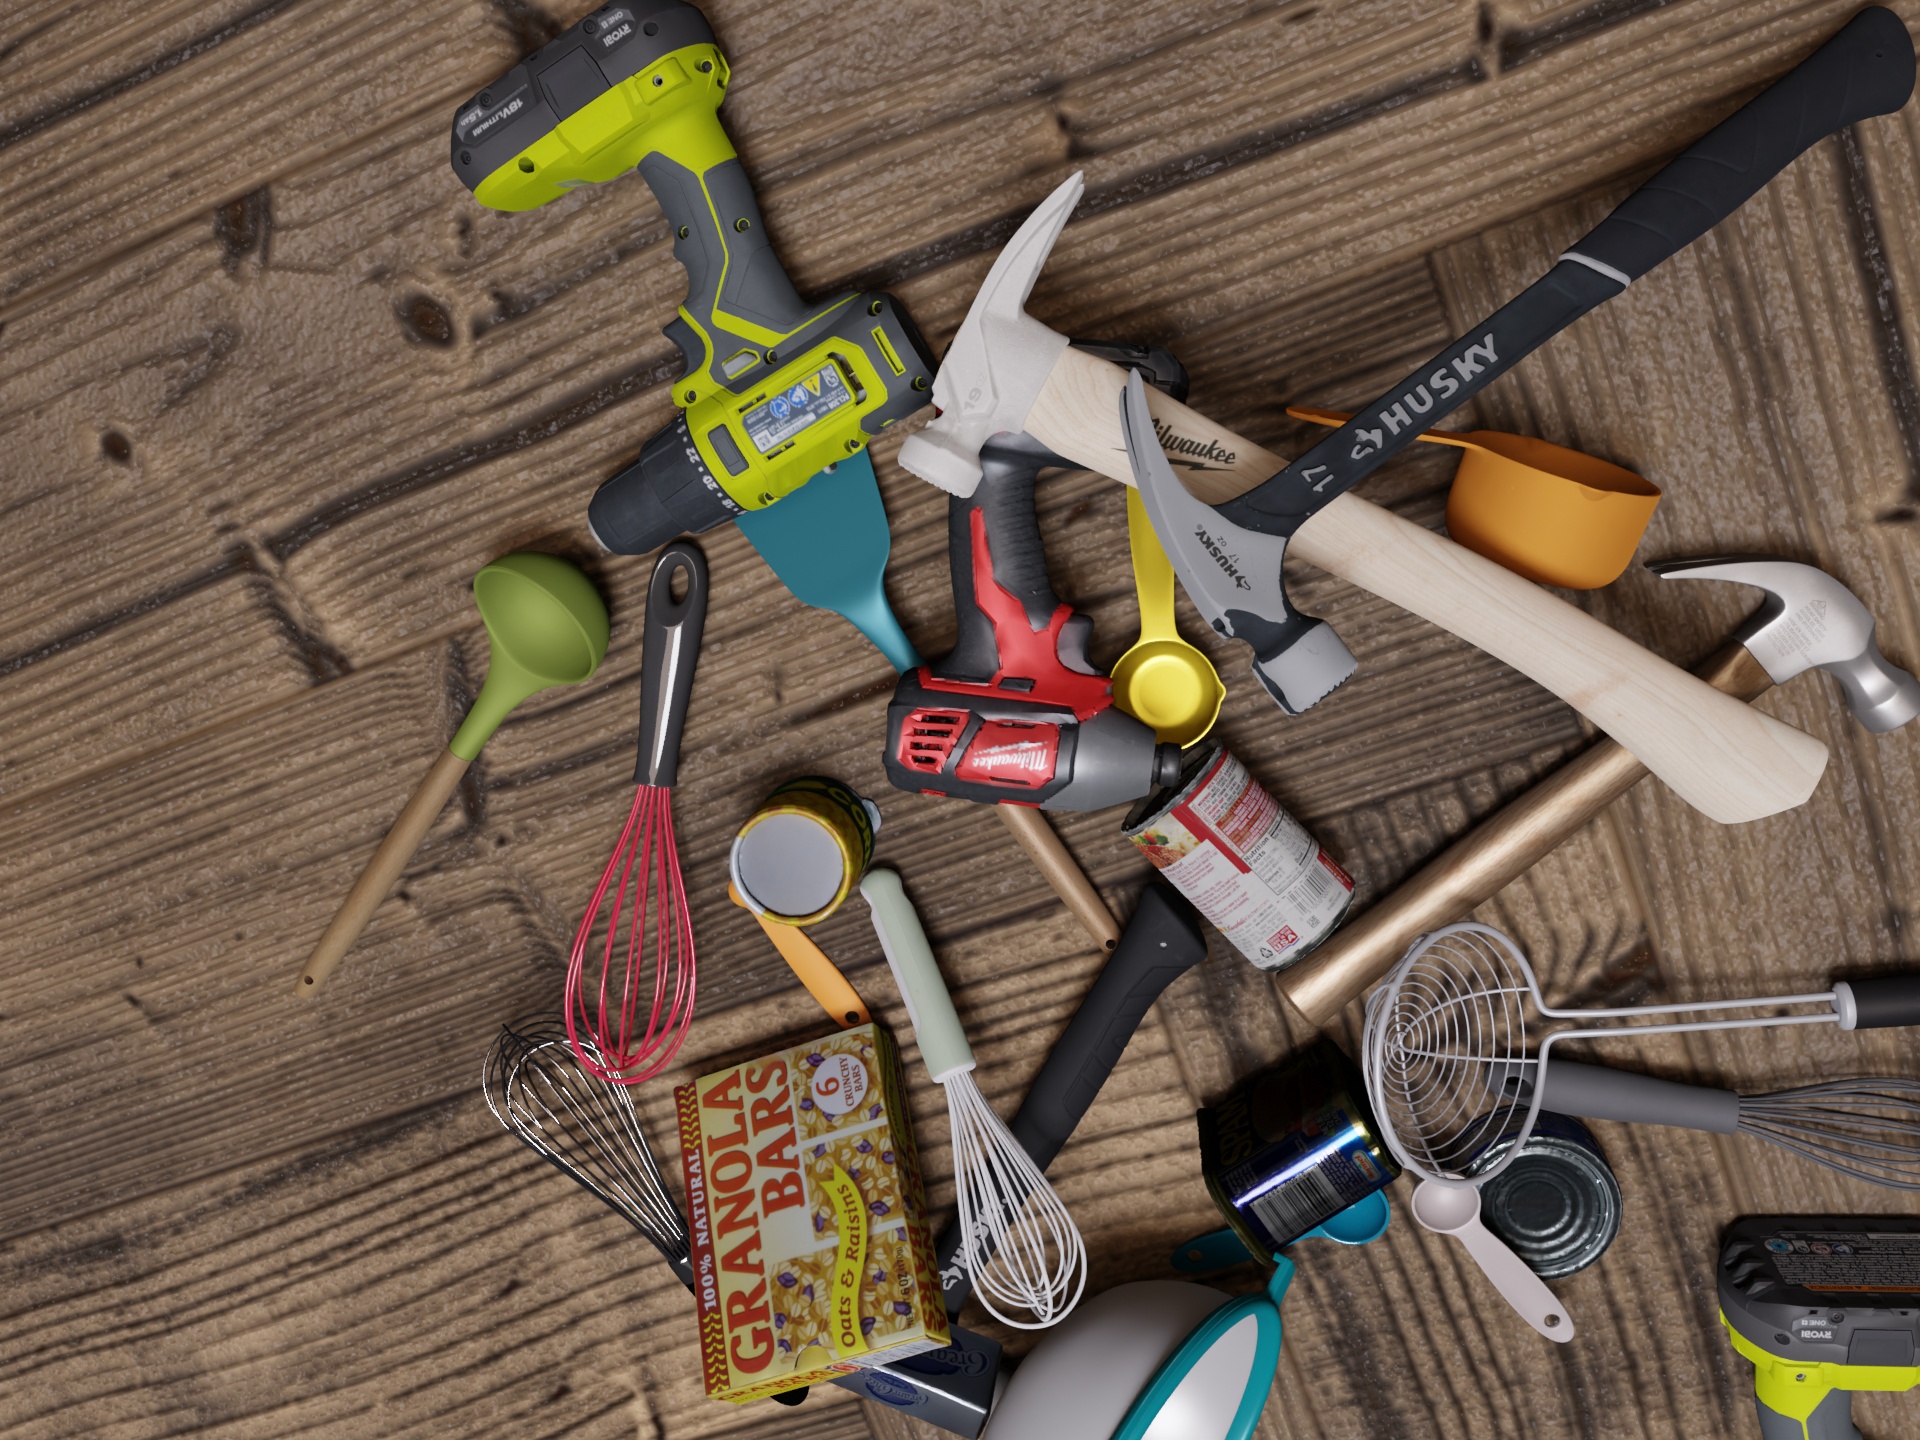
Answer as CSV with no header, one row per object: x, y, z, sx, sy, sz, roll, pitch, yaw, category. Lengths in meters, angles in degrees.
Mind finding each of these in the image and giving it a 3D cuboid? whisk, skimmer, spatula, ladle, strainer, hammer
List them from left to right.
-0.290,0.040,0.862,0.078,0.062,0.320,38,108,-1,ladle
-0.164,0.052,0.848,0.073,0.073,0.296,9,97,6,whisk
-0.171,0.282,0.900,0.070,0.070,0.284,-32,101,14,whisk
-0.001,0.189,0.818,0.059,0.057,0.246,-20,72,-10,whisk
-0.001,-0.003,0.828,0.082,0.044,0.317,-33,101,12,spatula
0.032,0.228,0.859,0.146,0.035,0.334,28,108,1,hammer
0.034,0.381,0.782,0.095,0.340,0.211,26,113,34,strainer
0.185,-0.081,0.687,0.410,0.038,0.146,28,97,3,hammer
0.246,-0.180,0.664,0.409,0.036,0.149,-37,86,-10,hammer
0.294,0.042,0.788,0.331,0.031,0.130,-40,95,15,hammer
0.389,0.195,0.803,0.239,0.055,0.055,6,104,11,whisk
0.372,0.148,0.760,0.363,0.090,0.127,-6,91,5,skimmer

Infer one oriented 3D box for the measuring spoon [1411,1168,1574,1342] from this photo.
0.275,0.275,0.819,0.034,0.018,0.124,-39,101,15,measuring spoon

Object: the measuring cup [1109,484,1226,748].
0.100,-0.062,0.802,0.062,0.029,0.156,-4,90,11,measuring cup

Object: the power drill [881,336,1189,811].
0.045,-0.066,0.759,0.143,0.078,0.219,7,94,7,power drill

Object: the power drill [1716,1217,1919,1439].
0.468,0.375,0.818,0.171,0.080,0.223,-3,106,10,power drill

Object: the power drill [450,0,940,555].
-0.142,-0.207,0.774,0.190,0.080,0.228,-28,100,13,power drill

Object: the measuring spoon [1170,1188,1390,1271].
0.173,0.275,0.870,0.128,0.021,0.042,-25,98,22,measuring spoon

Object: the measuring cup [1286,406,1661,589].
0.227,-0.103,0.729,0.173,0.095,0.052,11,114,-3,measuring cup

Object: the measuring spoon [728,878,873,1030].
-0.088,0.131,0.874,0.021,0.011,0.117,-38,95,14,measuring spoon
